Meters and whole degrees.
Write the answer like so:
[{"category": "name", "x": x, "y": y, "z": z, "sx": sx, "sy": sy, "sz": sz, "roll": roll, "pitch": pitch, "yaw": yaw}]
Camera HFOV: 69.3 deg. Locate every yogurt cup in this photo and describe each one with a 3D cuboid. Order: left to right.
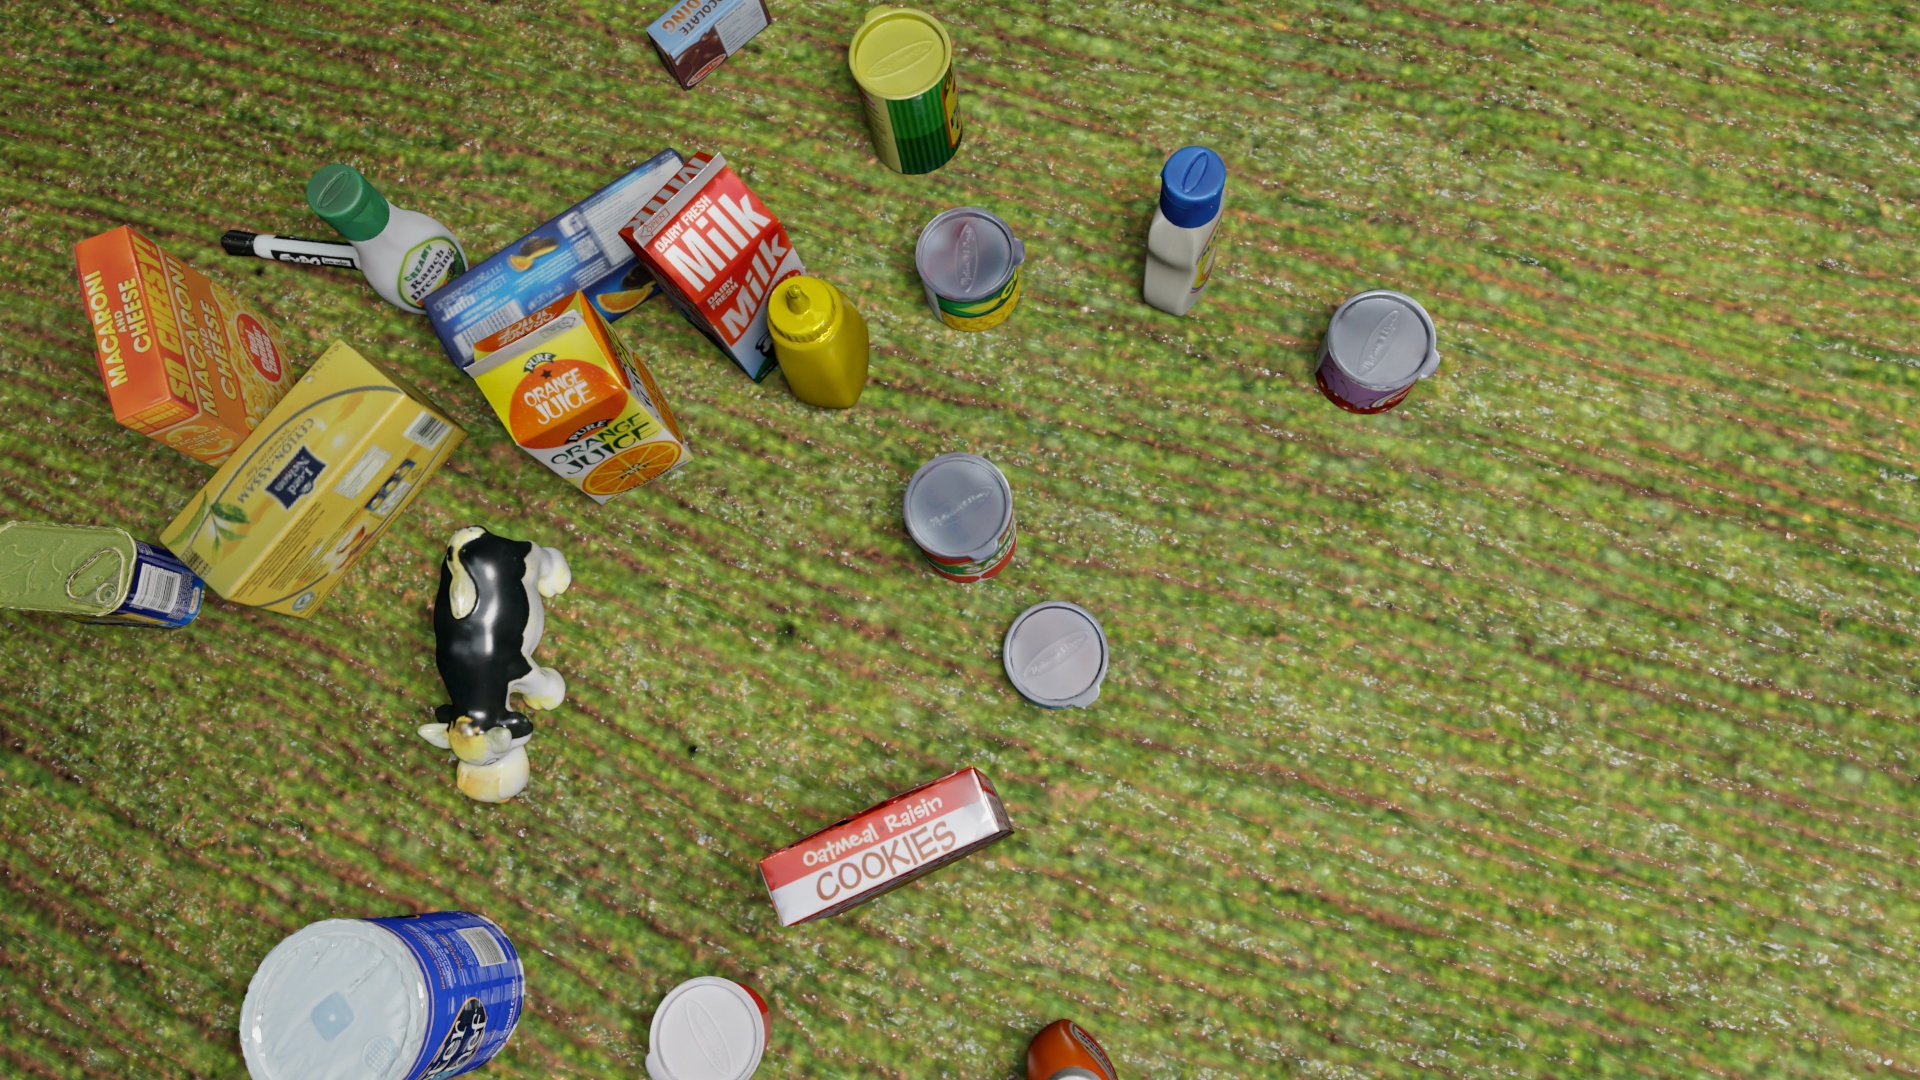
[{"category": "yogurt cup", "x": -0.145, "y": 0.294, "z": 0.830, "sx": 0.072, "sy": 0.054, "sz": 0.072, "roll": -1, "pitch": 77, "yaw": 5}]

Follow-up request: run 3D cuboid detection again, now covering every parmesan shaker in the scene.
[{"category": "parmesan shaker", "x": -0.035, "y": -0.303, "z": 0.937, "sx": 0.071, "sy": 0.103, "sz": 0.071, "roll": -1, "pitch": 77, "yaw": 5}]

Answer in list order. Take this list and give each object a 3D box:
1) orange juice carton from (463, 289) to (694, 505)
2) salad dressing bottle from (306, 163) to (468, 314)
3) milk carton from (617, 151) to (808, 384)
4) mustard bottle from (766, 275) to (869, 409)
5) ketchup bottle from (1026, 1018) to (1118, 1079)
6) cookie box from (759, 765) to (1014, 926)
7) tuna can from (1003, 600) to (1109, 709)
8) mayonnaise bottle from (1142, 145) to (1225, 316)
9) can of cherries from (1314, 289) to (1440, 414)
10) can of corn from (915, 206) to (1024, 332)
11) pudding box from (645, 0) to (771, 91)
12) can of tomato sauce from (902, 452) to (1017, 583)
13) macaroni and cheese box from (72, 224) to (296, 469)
[{"category": "orange juice carton", "x": -0.235, "y": -0.090, "z": 0.858, "sx": 0.072, "sy": 0.192, "sz": 0.073, "roll": -27, "pitch": 76, "yaw": -1}, {"category": "salad dressing bottle", "x": -0.377, "y": -0.198, "z": 0.919, "sx": 0.044, "sy": 0.147, "sz": 0.064, "roll": 34, "pitch": 82, "yaw": 11}, {"category": "milk carton", "x": -0.150, "y": -0.174, "z": 0.872, "sx": 0.073, "sy": 0.190, "sz": 0.072, "roll": 42, "pitch": 84, "yaw": 12}, {"category": "mustard bottle", "x": -0.091, "y": -0.131, "z": 0.872, "sx": 0.049, "sy": 0.160, "sz": 0.065, "roll": 8, "pitch": 78, "yaw": 7}, {"category": "ketchup bottle", "x": 0.062, "y": 0.302, "z": 0.761, "sx": 0.043, "sy": 0.148, "sz": 0.065, "roll": -36, "pitch": 77, "yaw": -4}, {"category": "cookie box", "x": -0.036, "y": 0.173, "z": 0.791, "sx": 0.123, "sy": 0.167, "sz": 0.040, "roll": -24, "pitch": 76, "yaw": -1}, {"category": "tuna can", "x": 0.062, "y": 0.075, "z": 0.875, "sx": 0.071, "sy": 0.032, "sz": 0.071, "roll": -1, "pitch": 77, "yaw": 5}, {"category": "mayonnaise bottle", "x": 0.142, "y": -0.196, "z": 0.874, "sx": 0.041, "sy": 0.148, "sz": 0.065, "roll": 26, "pitch": 81, "yaw": 10}, {"category": "can of cherries", "x": 0.266, "y": -0.118, "z": 0.890, "sx": 0.071, "sy": 0.058, "sz": 0.071, "roll": -1, "pitch": 77, "yaw": 5}, {"category": "can of corn", "x": 0.009, "y": -0.180, "z": 0.927, "sx": 0.071, "sy": 0.058, "sz": 0.071, "roll": -1, "pitch": 77, "yaw": 5}, {"category": "pudding box", "x": -0.179, "y": -0.368, "z": 0.993, "sx": 0.084, "sy": 0.049, "sz": 0.030, "roll": -42, "pitch": 77, "yaw": -5}, {"category": "can of tomato sauce", "x": 0.003, "y": -0.011, "z": 0.875, "sx": 0.071, "sy": 0.083, "sz": 0.071, "roll": -1, "pitch": 77, "yaw": 5}, {"category": "macaroni and cheese box", "x": -0.489, "y": -0.110, "z": 0.898, "sx": 0.040, "sy": 0.166, "sz": 0.124, "roll": -22, "pitch": 76, "yaw": 0}]
